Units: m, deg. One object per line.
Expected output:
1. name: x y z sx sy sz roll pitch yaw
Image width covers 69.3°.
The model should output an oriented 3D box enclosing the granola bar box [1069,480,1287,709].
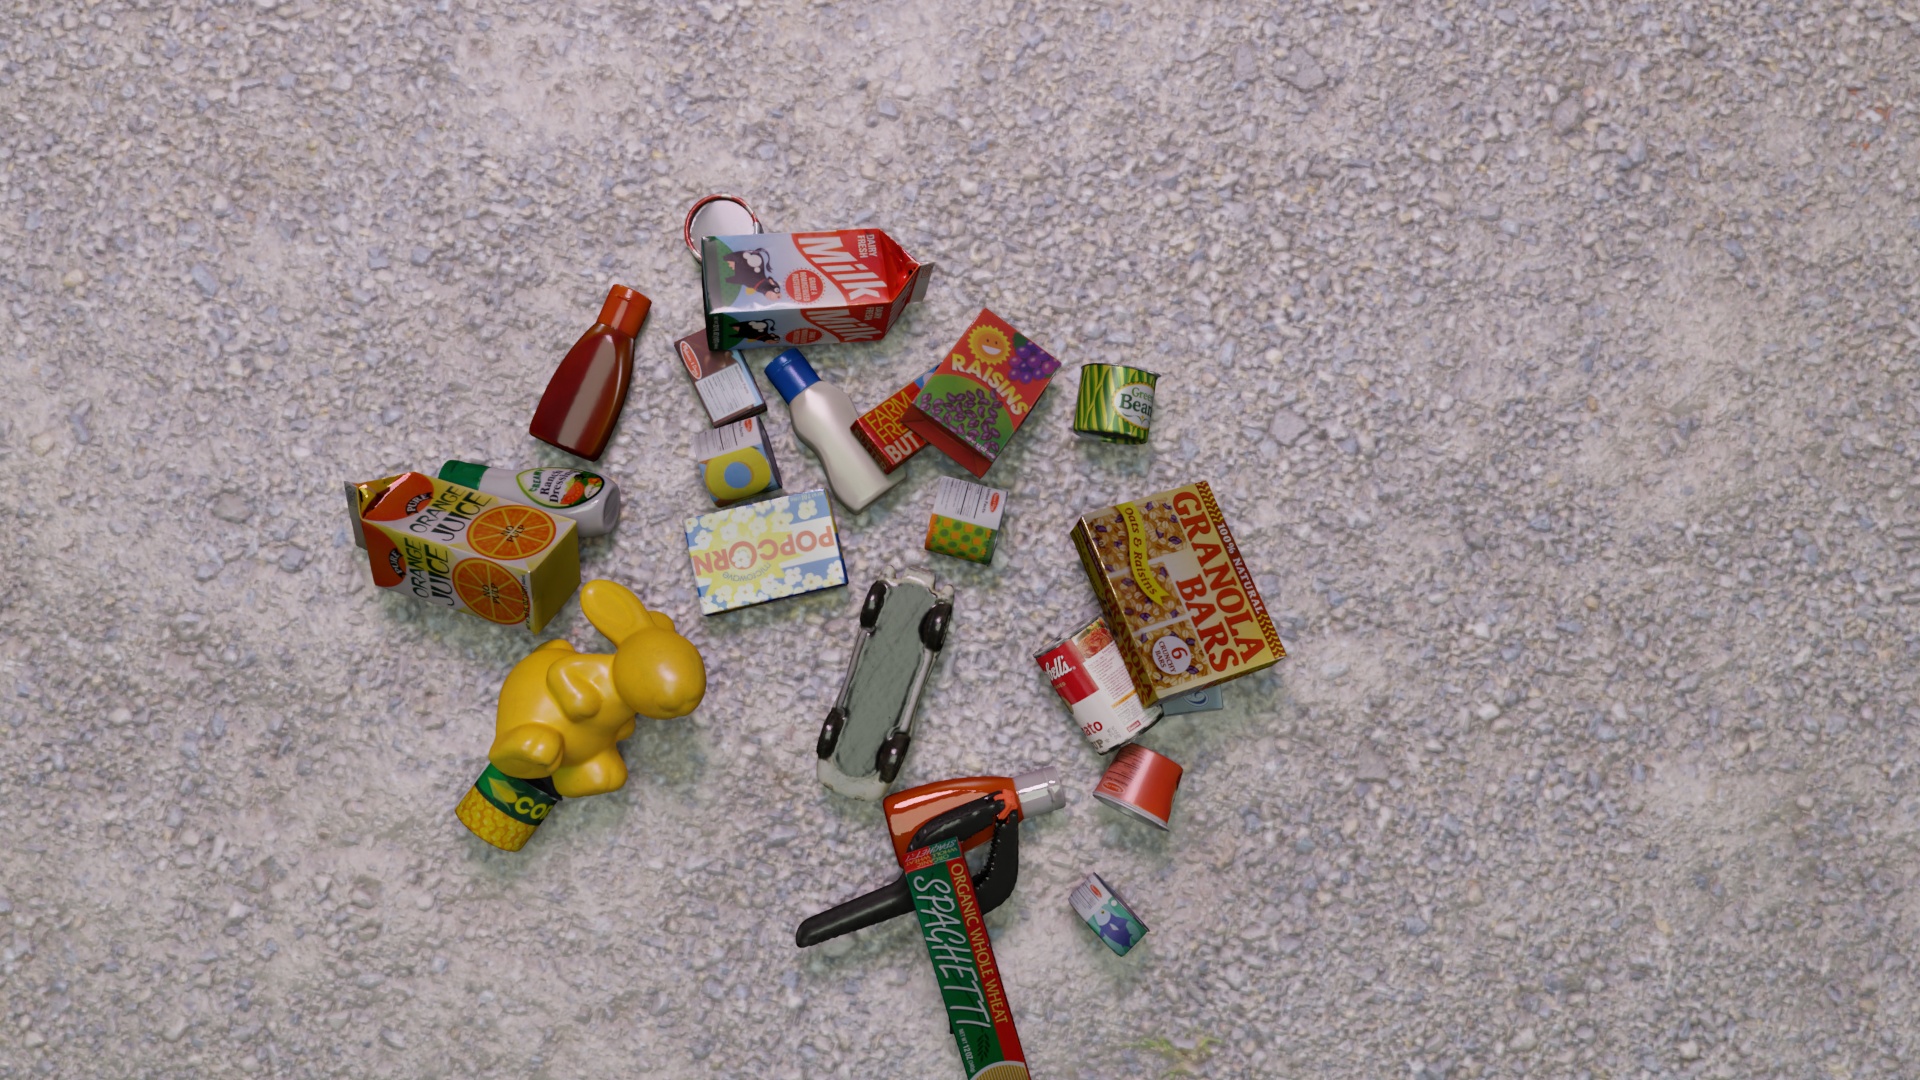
1. granola bar box: 0.180 0.044 1.158 0.124 0.039 0.166 -16 72 -18

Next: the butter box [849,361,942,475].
1. butter box: -0.040 -0.104 1.183 0.104 0.024 0.053 -38 87 -30

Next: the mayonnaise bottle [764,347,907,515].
1. mayonnaise bottle: -0.111 -0.097 1.192 0.065 0.041 0.148 -36 86 -11

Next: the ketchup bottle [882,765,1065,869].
1. ketchup bottle: 0.013 0.227 1.168 0.149 0.043 0.064 -15 96 -3

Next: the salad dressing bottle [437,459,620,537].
1. salad dressing bottle: -0.365 -0.039 1.174 0.148 0.043 0.064 9 43 5

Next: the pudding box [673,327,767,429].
1. pudding box: -0.206 -0.142 1.198 0.050 0.030 0.083 -26 87 -2

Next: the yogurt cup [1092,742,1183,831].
1. yogurt cup: 0.152 0.204 1.165 0.072 0.072 0.054 26 78 0

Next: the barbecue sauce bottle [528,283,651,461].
1. barbecue sauce bottle: -0.311 -0.146 1.189 0.065 0.043 0.148 23 85 0

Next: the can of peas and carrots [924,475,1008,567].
1. can of peas and carrots: 0.004 -0.015 1.178 0.059 0.071 0.071 14 86 0

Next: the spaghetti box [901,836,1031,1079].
1. spaghetti box: 0.008 0.359 1.124 0.050 0.029 0.249 -16 107 -3

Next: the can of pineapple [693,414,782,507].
1. can of pineapple: -0.187 -0.065 1.175 0.058 0.071 0.071 -18 87 -2

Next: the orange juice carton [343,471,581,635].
1. orange juice carton: -0.417 0.004 1.139 0.193 0.073 0.071 16 130 9

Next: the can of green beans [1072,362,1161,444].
1. can of green beans: 0.132 -0.116 1.187 0.071 0.071 0.058 9 86 -1

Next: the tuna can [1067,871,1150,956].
1. tuna can: 0.124 0.312 1.154 0.033 0.071 0.071 -44 88 -3

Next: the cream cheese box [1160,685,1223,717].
1. cream cheese box: 0.192 0.097 1.193 0.053 0.024 0.104 -6 86 -2

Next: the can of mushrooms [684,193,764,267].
1. can of mushrooms: -0.207 -0.266 1.206 0.071 0.033 0.071 0 86 -2

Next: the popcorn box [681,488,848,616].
1. popcorn box: -0.165 0.010 1.183 0.127 0.038 0.085 -13 87 -3

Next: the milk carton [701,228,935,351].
1. milk carton: -0.120 -0.212 1.171 0.191 0.072 0.073 -5 73 -12

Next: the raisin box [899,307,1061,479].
1. raisin box: 0.019 -0.125 1.176 0.086 0.040 0.124 35 62 -1

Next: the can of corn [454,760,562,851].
1. can of corn: -0.371 0.216 1.146 0.071 0.071 0.058 36 87 1
